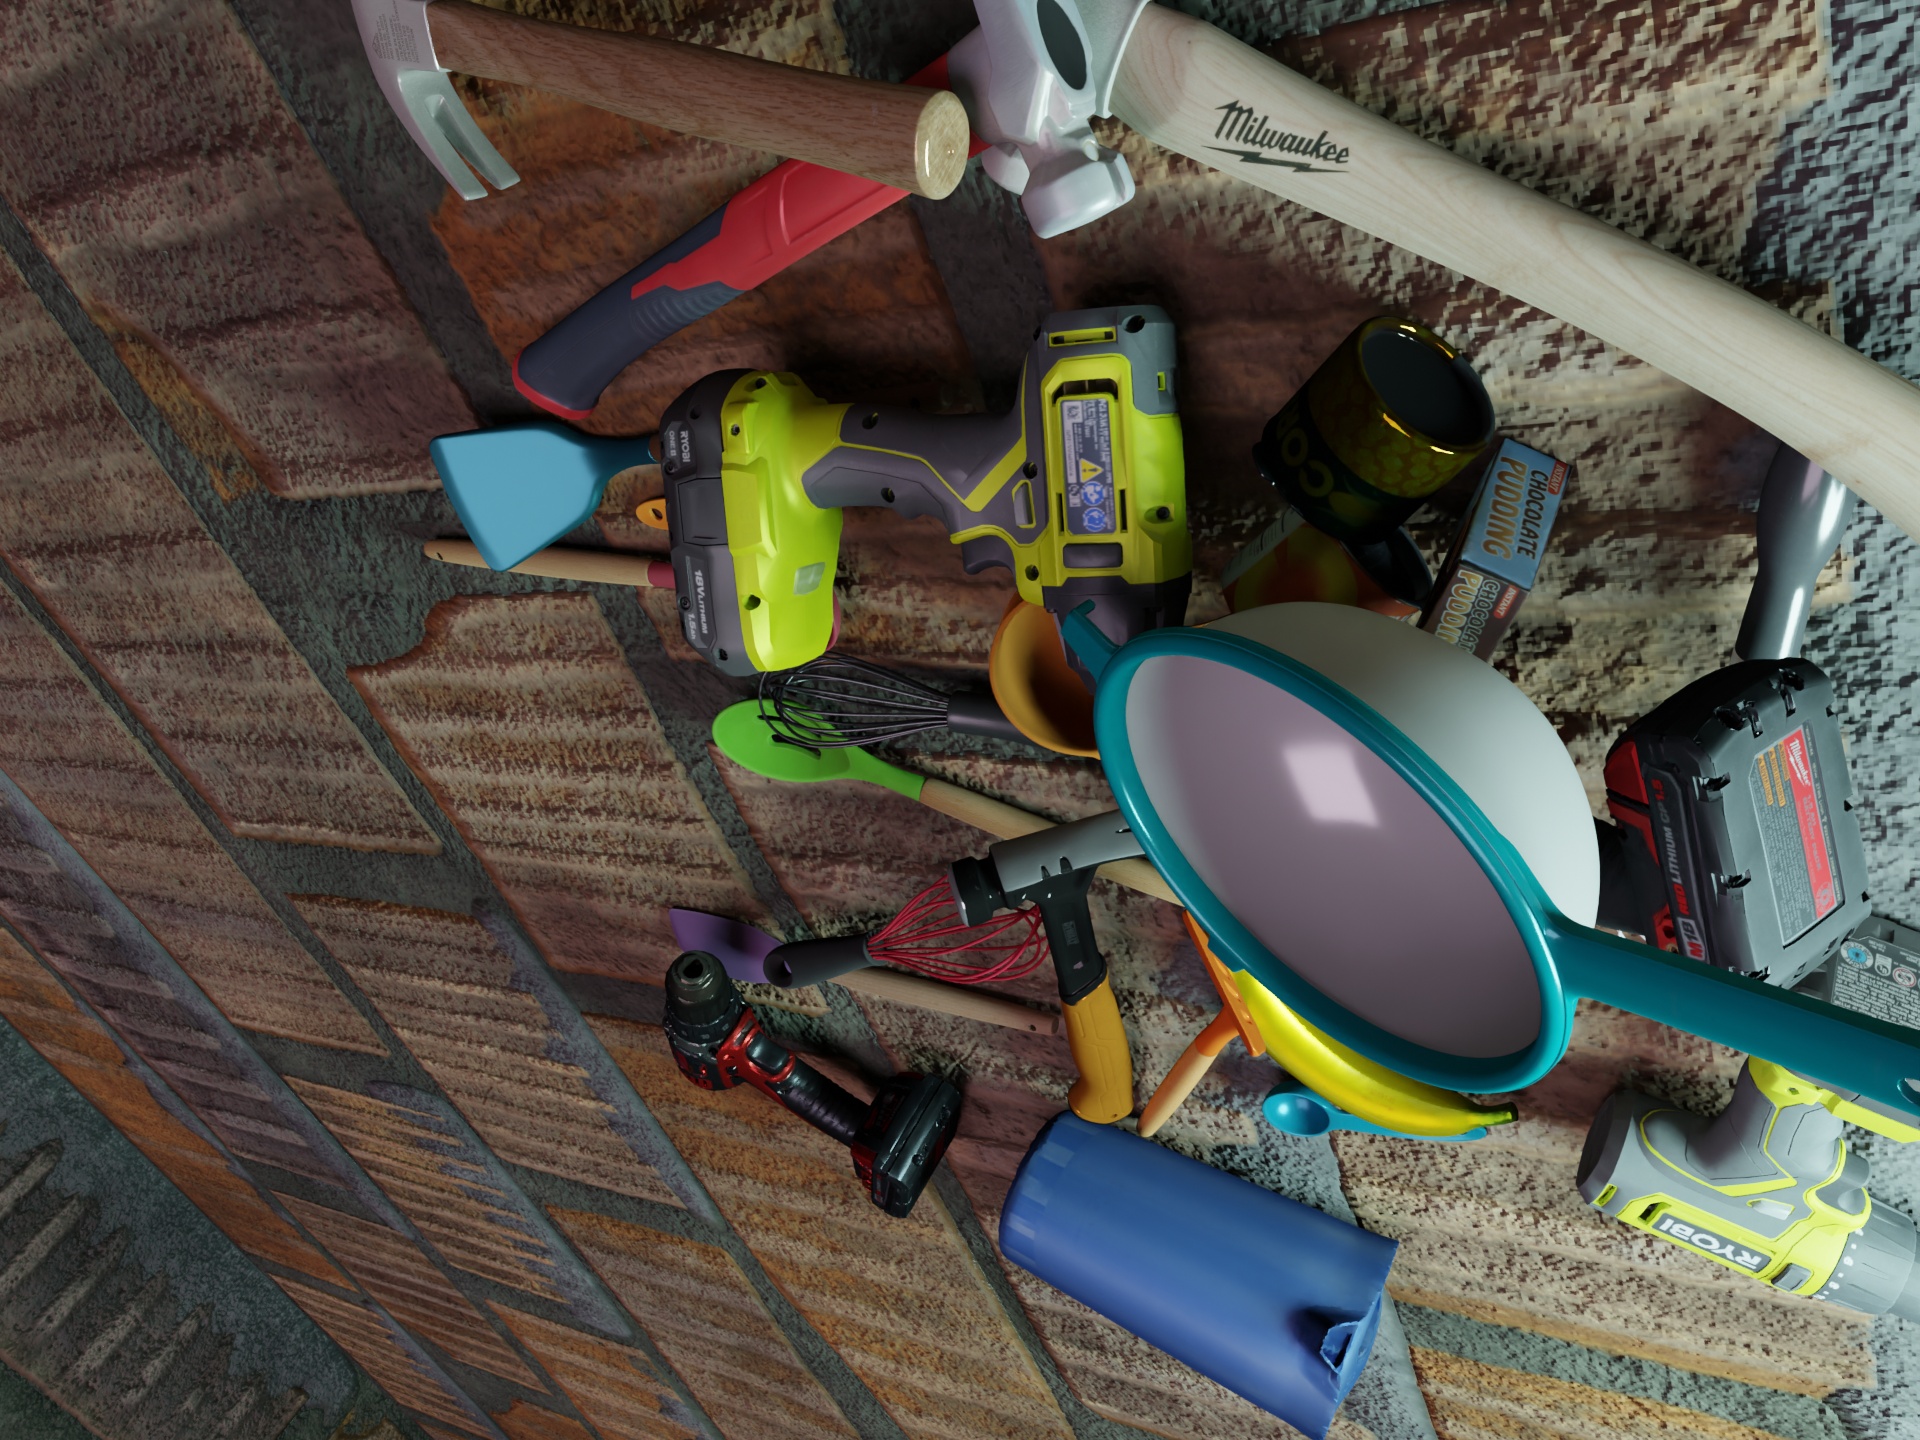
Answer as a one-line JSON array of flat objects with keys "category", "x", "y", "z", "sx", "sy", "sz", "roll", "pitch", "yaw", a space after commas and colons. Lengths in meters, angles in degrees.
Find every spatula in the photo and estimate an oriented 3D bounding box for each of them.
[{"category": "spatula", "x": -0.075, "y": 0.178, "z": 1.098, "sx": 0.316, "sy": 0.018, "sz": 0.059, "roll": 8, "pitch": 126, "yaw": 30}, {"category": "spatula", "x": 0.129, "y": 0.197, "z": 0.921, "sx": 0.322, "sy": 0.041, "sz": 0.081, "roll": 100, "pitch": 149, "yaw": -61}, {"category": "spatula", "x": -0.139, "y": -0.134, "z": 0.802, "sx": 0.317, "sy": 0.044, "sz": 0.082, "roll": -3, "pitch": 119, "yaw": 35}]

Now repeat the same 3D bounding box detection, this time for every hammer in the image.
[{"category": "hammer", "x": 0.198, "y": -0.160, "z": 0.523, "sx": 0.411, "sy": 0.038, "sz": 0.146, "roll": 31, "pitch": 140, "yaw": 11}, {"category": "hammer", "x": -0.097, "y": -0.216, "z": 0.668, "sx": 0.386, "sy": 0.038, "sz": 0.143, "roll": -10, "pitch": 108, "yaw": 49}, {"category": "hammer", "x": -0.132, "y": -0.250, "z": 0.621, "sx": 0.331, "sy": 0.031, "sz": 0.130, "roll": 26, "pitch": 136, "yaw": 31}, {"category": "hammer", "x": 0.080, "y": 0.154, "z": 0.909, "sx": 0.127, "sy": 0.034, "sz": 0.336, "roll": -16, "pitch": 144, "yaw": -1}]

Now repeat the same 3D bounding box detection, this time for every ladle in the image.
[{"category": "ladle", "x": -0.193, "y": -0.084, "z": 0.905, "sx": 0.315, "sy": 0.031, "sz": 0.069, "roll": 9, "pitch": 133, "yaw": 30}]

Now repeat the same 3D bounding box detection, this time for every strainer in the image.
[{"category": "strainer", "x": 0.192, "y": 0.042, "z": 0.542, "sx": 0.341, "sy": 0.095, "sz": 0.210, "roll": 18, "pitch": 143, "yaw": 52}]

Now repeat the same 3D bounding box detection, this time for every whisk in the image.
[{"category": "whisk", "x": 0.310, "y": 0.004, "z": 0.631, "sx": 0.070, "sy": 0.070, "sz": 0.284, "roll": 13, "pitch": 132, "yaw": 24}, {"category": "whisk", "x": -0.002, "y": -0.002, "z": 0.843, "sx": 0.239, "sy": 0.055, "sz": 0.055, "roll": 7, "pitch": 134, "yaw": 23}, {"category": "whisk", "x": -0.041, "y": 0.139, "z": 1.000, "sx": 0.073, "sy": 0.073, "sz": 0.296, "roll": 48, "pitch": 142, "yaw": -17}]

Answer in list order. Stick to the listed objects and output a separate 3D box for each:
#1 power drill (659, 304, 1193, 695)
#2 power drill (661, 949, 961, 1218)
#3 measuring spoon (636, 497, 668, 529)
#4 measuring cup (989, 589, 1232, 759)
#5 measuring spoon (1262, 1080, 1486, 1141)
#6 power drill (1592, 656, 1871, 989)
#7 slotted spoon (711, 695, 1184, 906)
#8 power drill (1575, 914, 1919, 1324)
[{"category": "power drill", "x": -0.012, "y": -0.081, "z": 0.687, "sx": 0.223, "sy": 0.080, "sz": 0.171, "roll": 1, "pitch": 102, "yaw": 25}, {"category": "power drill", "x": -0.116, "y": 0.251, "z": 1.141, "sx": 0.227, "sy": 0.080, "sz": 0.187, "roll": 27, "pitch": 152, "yaw": 13}, {"category": "measuring spoon", "x": -0.131, "y": -0.114, "z": 0.847, "sx": 0.117, "sy": 0.011, "sz": 0.021, "roll": 2, "pitch": 132, "yaw": 38}, {"category": "measuring cup", "x": 0.099, "y": -0.043, "z": 0.735, "sx": 0.173, "sy": 0.052, "sz": 0.095, "roll": -14, "pitch": 113, "yaw": 13}, {"category": "measuring spoon", "x": 0.244, "y": 0.230, "z": 0.940, "sx": 0.128, "sy": 0.021, "sz": 0.042, "roll": 1, "pitch": 131, "yaw": 22}, {"category": "power drill", "x": 0.234, "y": 0.030, "z": 0.647, "sx": 0.220, "sy": 0.078, "sz": 0.143, "roll": 4, "pitch": 115, "yaw": 59}, {"category": "slotted spoon", "x": 0.003, "y": 0.050, "z": 0.908, "sx": 0.314, "sy": 0.031, "sz": 0.070, "roll": 21, "pitch": 139, "yaw": 13}, {"category": "power drill", "x": 0.417, "y": 0.200, "z": 0.738, "sx": 0.190, "sy": 0.080, "sz": 0.228, "roll": 22, "pitch": 142, "yaw": 15}]
